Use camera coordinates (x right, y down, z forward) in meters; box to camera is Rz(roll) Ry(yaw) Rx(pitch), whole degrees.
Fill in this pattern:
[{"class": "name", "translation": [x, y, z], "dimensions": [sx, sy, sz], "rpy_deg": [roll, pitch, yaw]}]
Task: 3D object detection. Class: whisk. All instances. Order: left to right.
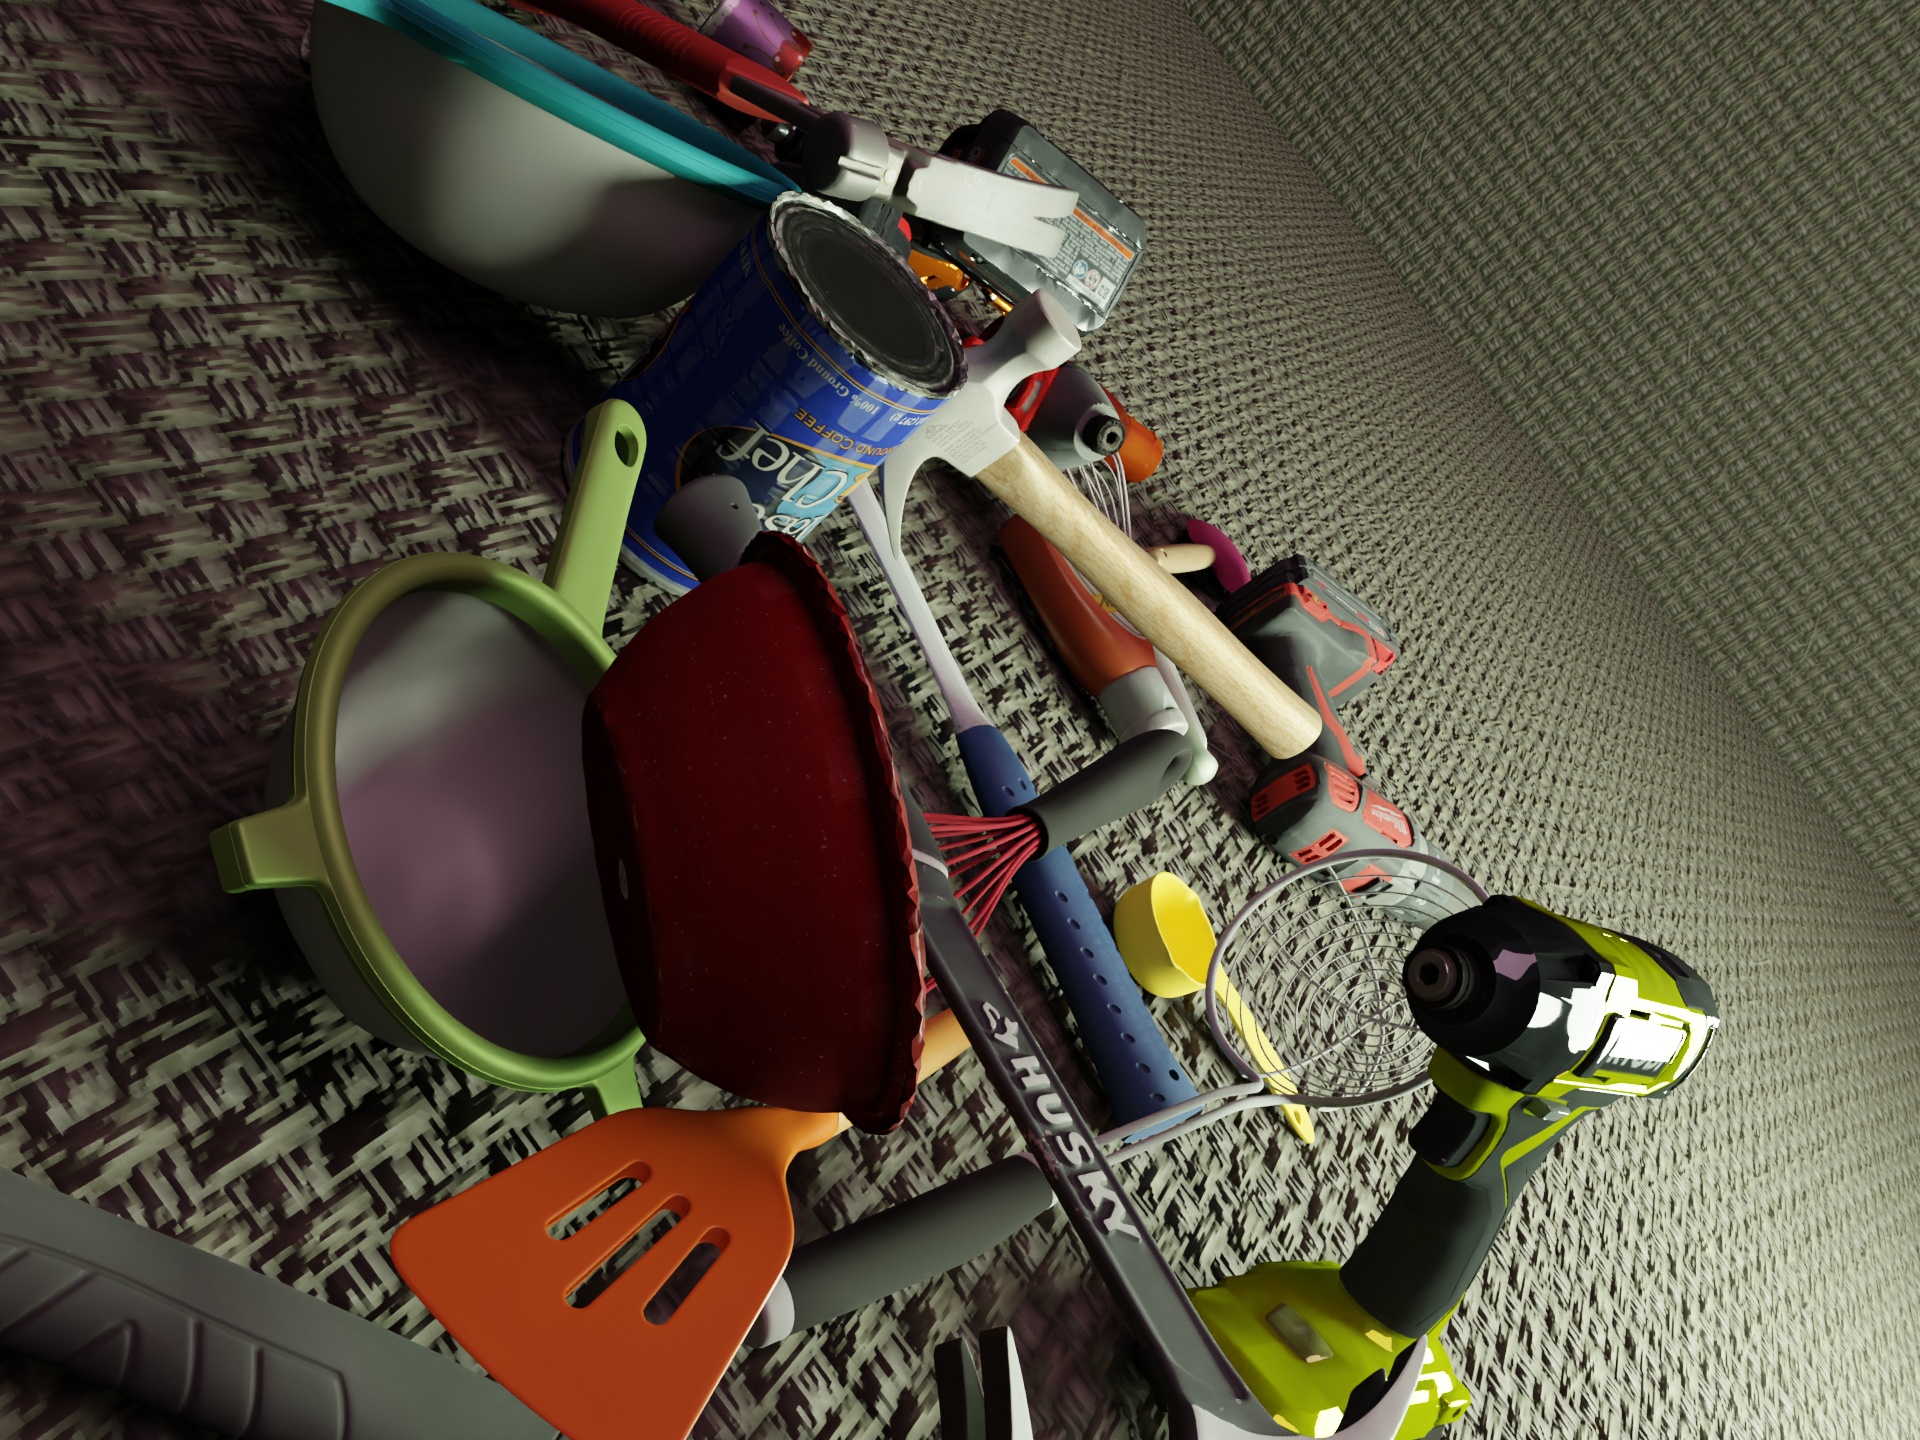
[{"class": "whisk", "translation": [0.015, 0.050, 0.623], "dimensions": [0.296, 0.073, 0.073], "rpy_deg": [-22, 75, -50]}, {"class": "whisk", "translation": [0.098, -0.072, 0.935], "dimensions": [0.057, 0.059, 0.247], "rpy_deg": [53, 16, -66]}]

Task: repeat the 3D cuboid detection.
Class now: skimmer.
[{"class": "skimmer", "translation": [0.070, 0.123, 0.580], "dimensions": [0.363, 0.090, 0.127], "rpy_deg": [-9, 19, -43]}]

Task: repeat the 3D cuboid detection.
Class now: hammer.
[{"class": "hammer", "translation": [-0.111, 0.167, 0.377], "dimensions": [0.334, 0.035, 0.146], "rpy_deg": [35, 45, -22]}, {"class": "hammer", "translation": [-0.109, -0.310, 0.766], "dimensions": [0.149, 0.036, 0.359], "rpy_deg": [-4, 34, -48]}, {"class": "hammer", "translation": [-0.005, 0.061, 0.503], "dimensions": [0.149, 0.036, 0.409], "rpy_deg": [3, 44, -43]}, {"class": "hammer", "translation": [-0.001, -0.002, 0.729], "dimensions": [0.144, 0.035, 0.406], "rpy_deg": [5, 53, -52]}, {"class": "hammer", "translation": [0.083, -0.066, 0.779], "dimensions": [0.331, 0.130, 0.031], "rpy_deg": [37, 31, -40]}]

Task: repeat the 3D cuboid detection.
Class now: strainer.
[{"class": "strainer", "translation": [-0.210, -0.224, 0.604], "dimensions": [0.211, 0.095, 0.340], "rpy_deg": [37, 20, 22]}, {"class": "strainer", "translation": [-0.144, -0.006, 0.482], "dimensions": [0.151, 0.069, 0.257], "rpy_deg": [52, 28, -40]}]

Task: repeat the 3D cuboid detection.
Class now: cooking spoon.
[{"class": "cooking spoon", "translation": [0.153, -0.105, 1.022], "dimensions": [0.069, 0.017, 0.319], "rpy_deg": [57, 19, 5]}]

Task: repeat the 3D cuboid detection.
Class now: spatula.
[{"class": "spatula", "translation": [-0.040, 0.123, 0.488], "dimensions": [0.081, 0.041, 0.322], "rpy_deg": [34, 10, 15]}]

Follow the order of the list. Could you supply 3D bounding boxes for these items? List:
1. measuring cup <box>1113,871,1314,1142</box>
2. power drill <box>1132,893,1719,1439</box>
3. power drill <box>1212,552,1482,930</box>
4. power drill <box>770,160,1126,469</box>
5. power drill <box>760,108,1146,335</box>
[{"class": "measuring cup", "translation": [0.120, 0.143, 0.756], "dimensions": [0.156, 0.029, 0.062], "rpy_deg": [58, 28, -12]}, {"class": "power drill", "translation": [0.162, 0.167, 0.565], "dimensions": [0.171, 0.223, 0.080], "rpy_deg": [17, 16, -44]}, {"class": "power drill", "translation": [0.248, 0.023, 1.005], "dimensions": [0.187, 0.080, 0.227], "rpy_deg": [31, 38, -30]}, {"class": "power drill", "translation": [-0.012, -0.202, 0.851], "dimensions": [0.219, 0.078, 0.143], "rpy_deg": [25, 7, -40]}, {"class": "power drill", "translation": [-0.015, -0.298, 0.917], "dimensions": [0.164, 0.084, 0.227], "rpy_deg": [27, 4, -36]}]
